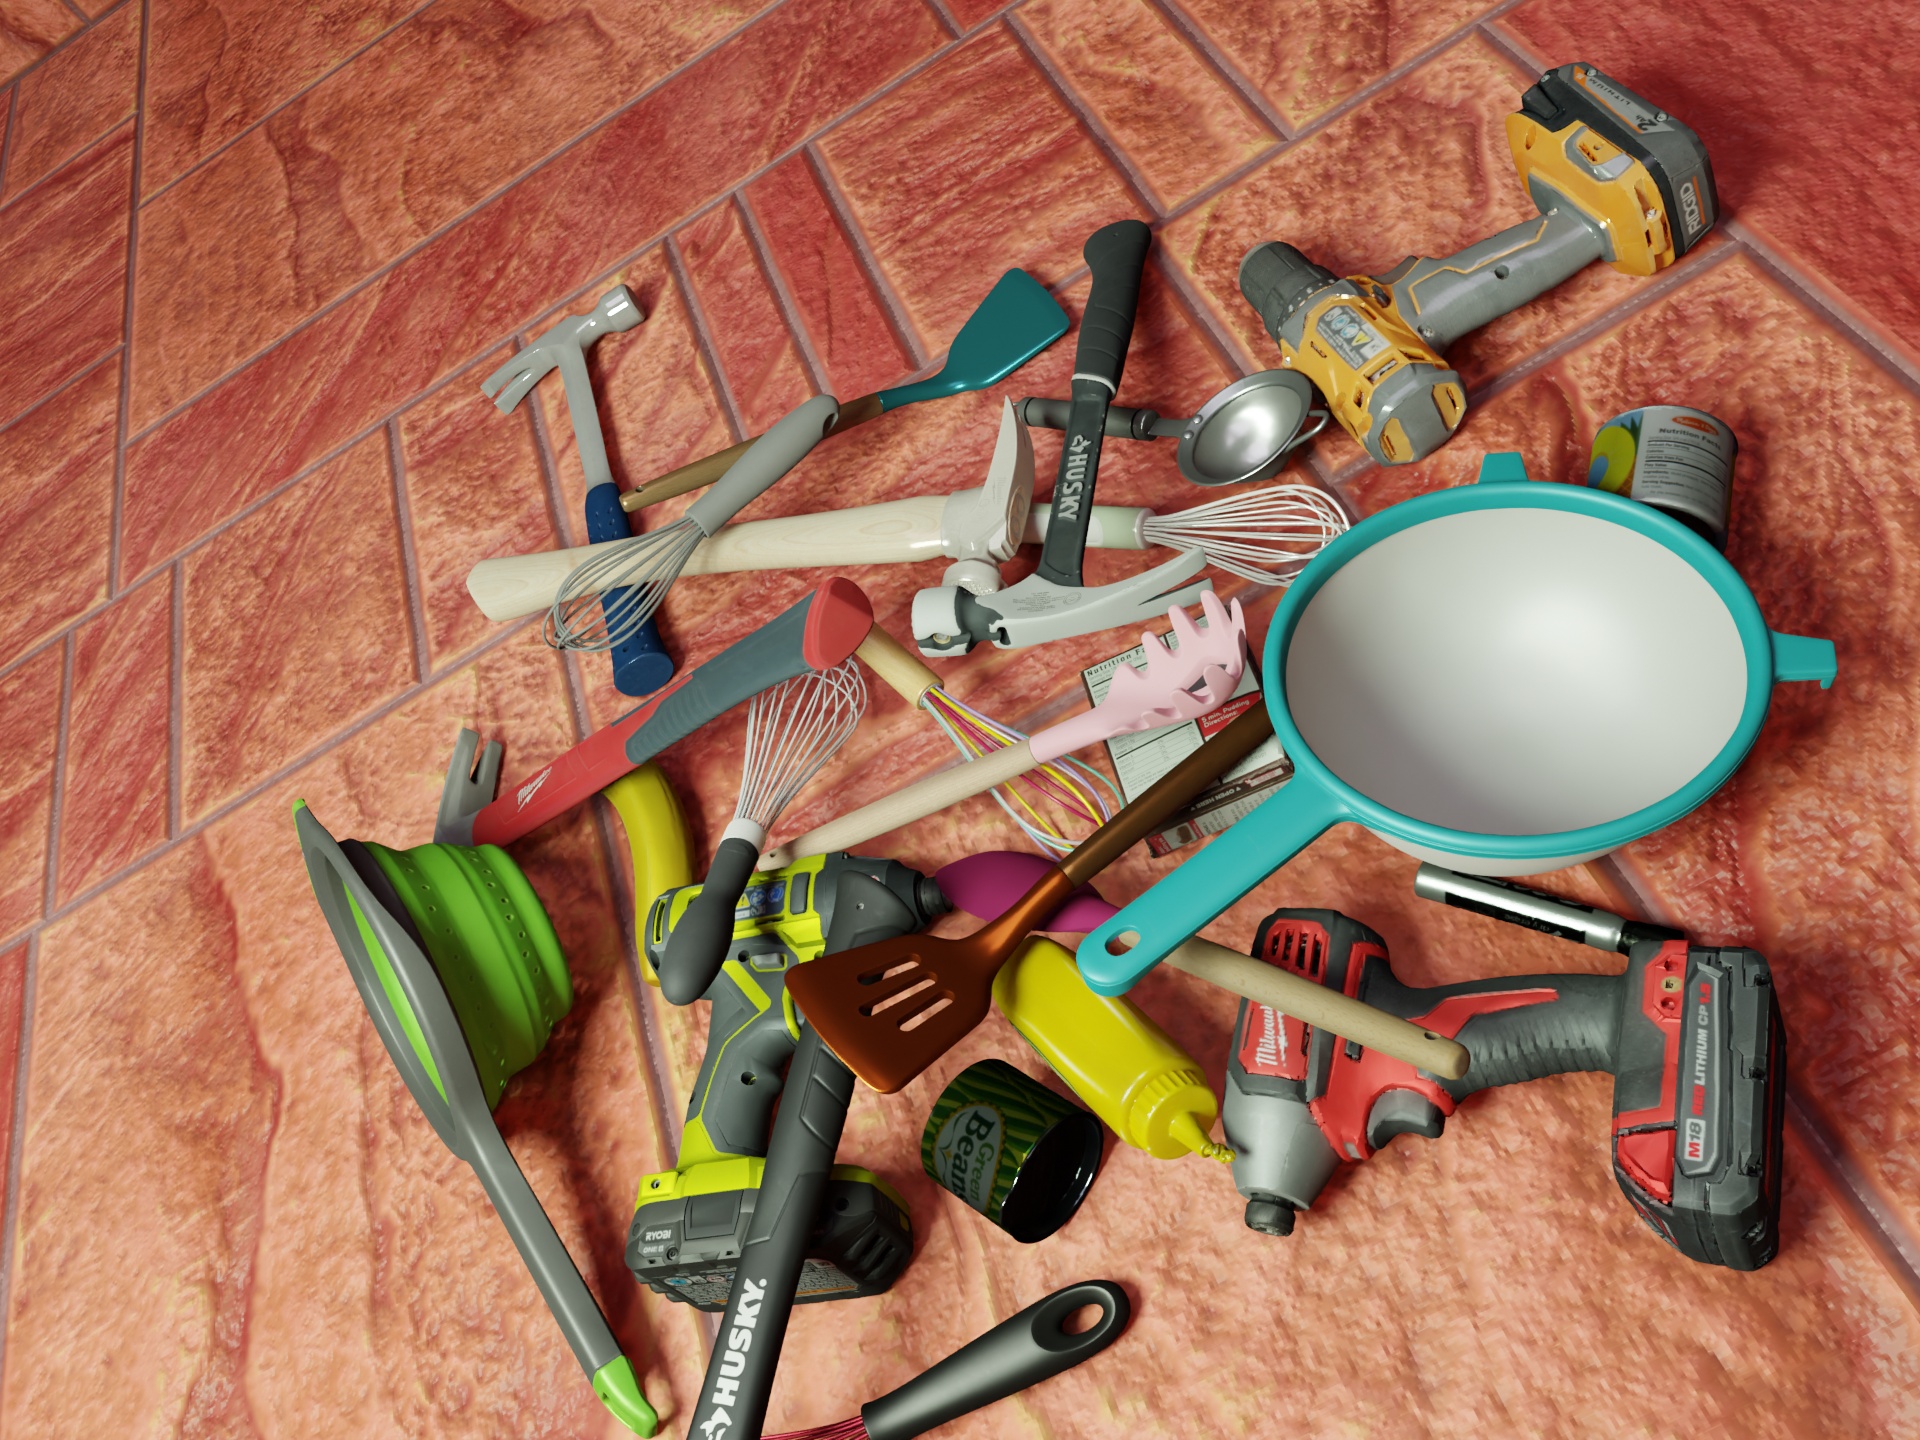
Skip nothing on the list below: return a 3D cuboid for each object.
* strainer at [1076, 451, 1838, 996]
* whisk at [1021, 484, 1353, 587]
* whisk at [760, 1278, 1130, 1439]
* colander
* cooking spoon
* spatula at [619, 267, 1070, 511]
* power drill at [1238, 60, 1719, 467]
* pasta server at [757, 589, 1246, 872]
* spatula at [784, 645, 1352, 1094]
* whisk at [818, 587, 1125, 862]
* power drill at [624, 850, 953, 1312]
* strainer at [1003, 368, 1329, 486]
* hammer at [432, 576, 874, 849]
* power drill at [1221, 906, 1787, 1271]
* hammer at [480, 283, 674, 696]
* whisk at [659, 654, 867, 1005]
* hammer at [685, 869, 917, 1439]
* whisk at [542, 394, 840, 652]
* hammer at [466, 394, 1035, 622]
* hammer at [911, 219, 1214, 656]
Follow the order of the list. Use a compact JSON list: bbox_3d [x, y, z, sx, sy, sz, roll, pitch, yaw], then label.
[{"bbox_3d":[0.198,0.032,0.716,0.340,0.095,0.211,-36,50,-10],"label":"strainer"},{"bbox_3d":[0.113,-0.109,0.913,0.246,0.057,0.059,9,28,38],"label":"whisk"},{"bbox_3d":[-0.055,0.327,0.710,0.296,0.073,0.073,-29,50,1],"label":"whisk"},{"bbox_3d":[-0.237,0.193,0.869,0.094,0.204,0.397,-25,61,-28],"label":"colander"},{"bbox_3d":[0.095,0.101,0.725,0.068,0.017,0.319,-18,21,-33],"label":"cooking spoon"},{"bbox_3d":[-0.080,-0.211,1.058,0.317,0.044,0.082,-25,52,-11],"label":"spatula"},{"bbox_3d":[0.279,-0.267,0.905,0.226,0.084,0.186,-37,49,9],"label":"power drill"},{"bbox_3d":[0.012,0.020,0.816,0.316,0.040,0.060,-24,38,28],"label":"pasta server"},{"bbox_3d":[0.067,0.056,0.751,0.322,0.041,0.081,-37,56,-14],"label":"spatula"},{"bbox_3d":[-0.001,-0.004,0.875,0.245,0.047,0.051,41,90,28],"label":"whisk"},{"bbox_3d":[-0.086,0.174,0.815,0.171,0.080,0.223,-12,52,17],"label":"power drill"},{"bbox_3d":[0.119,-0.176,0.954,0.259,0.050,0.087,18,69,44],"label":"strainer"},{"bbox_3d":[-0.196,0.000,0.941,0.386,0.038,0.143,-28,47,35],"label":"hammer"},{"bbox_3d":[0.216,0.154,0.660,0.220,0.078,0.143,-1,58,33],"label":"power drill"},{"bbox_3d":[-0.271,-0.171,1.175,0.144,0.035,0.406,-29,50,9],"label":"hammer"},{"bbox_3d":[-0.110,0.044,0.870,0.070,0.070,0.285,-11,36,23],"label":"whisk"},{"bbox_3d":[-0.083,0.220,0.705,0.146,0.035,0.335,2,59,20],"label":"hammer"},{"bbox_3d":[-0.164,-0.125,0.987,0.239,0.055,0.055,-44,49,-12],"label":"whisk"},{"bbox_3d":[-0.147,-0.118,1.027,0.411,0.038,0.146,-4,56,26],"label":"hammer"},{"bbox_3d":[0.080,-0.185,0.924,0.149,0.036,0.409,-5,42,18],"label":"hammer"}]
